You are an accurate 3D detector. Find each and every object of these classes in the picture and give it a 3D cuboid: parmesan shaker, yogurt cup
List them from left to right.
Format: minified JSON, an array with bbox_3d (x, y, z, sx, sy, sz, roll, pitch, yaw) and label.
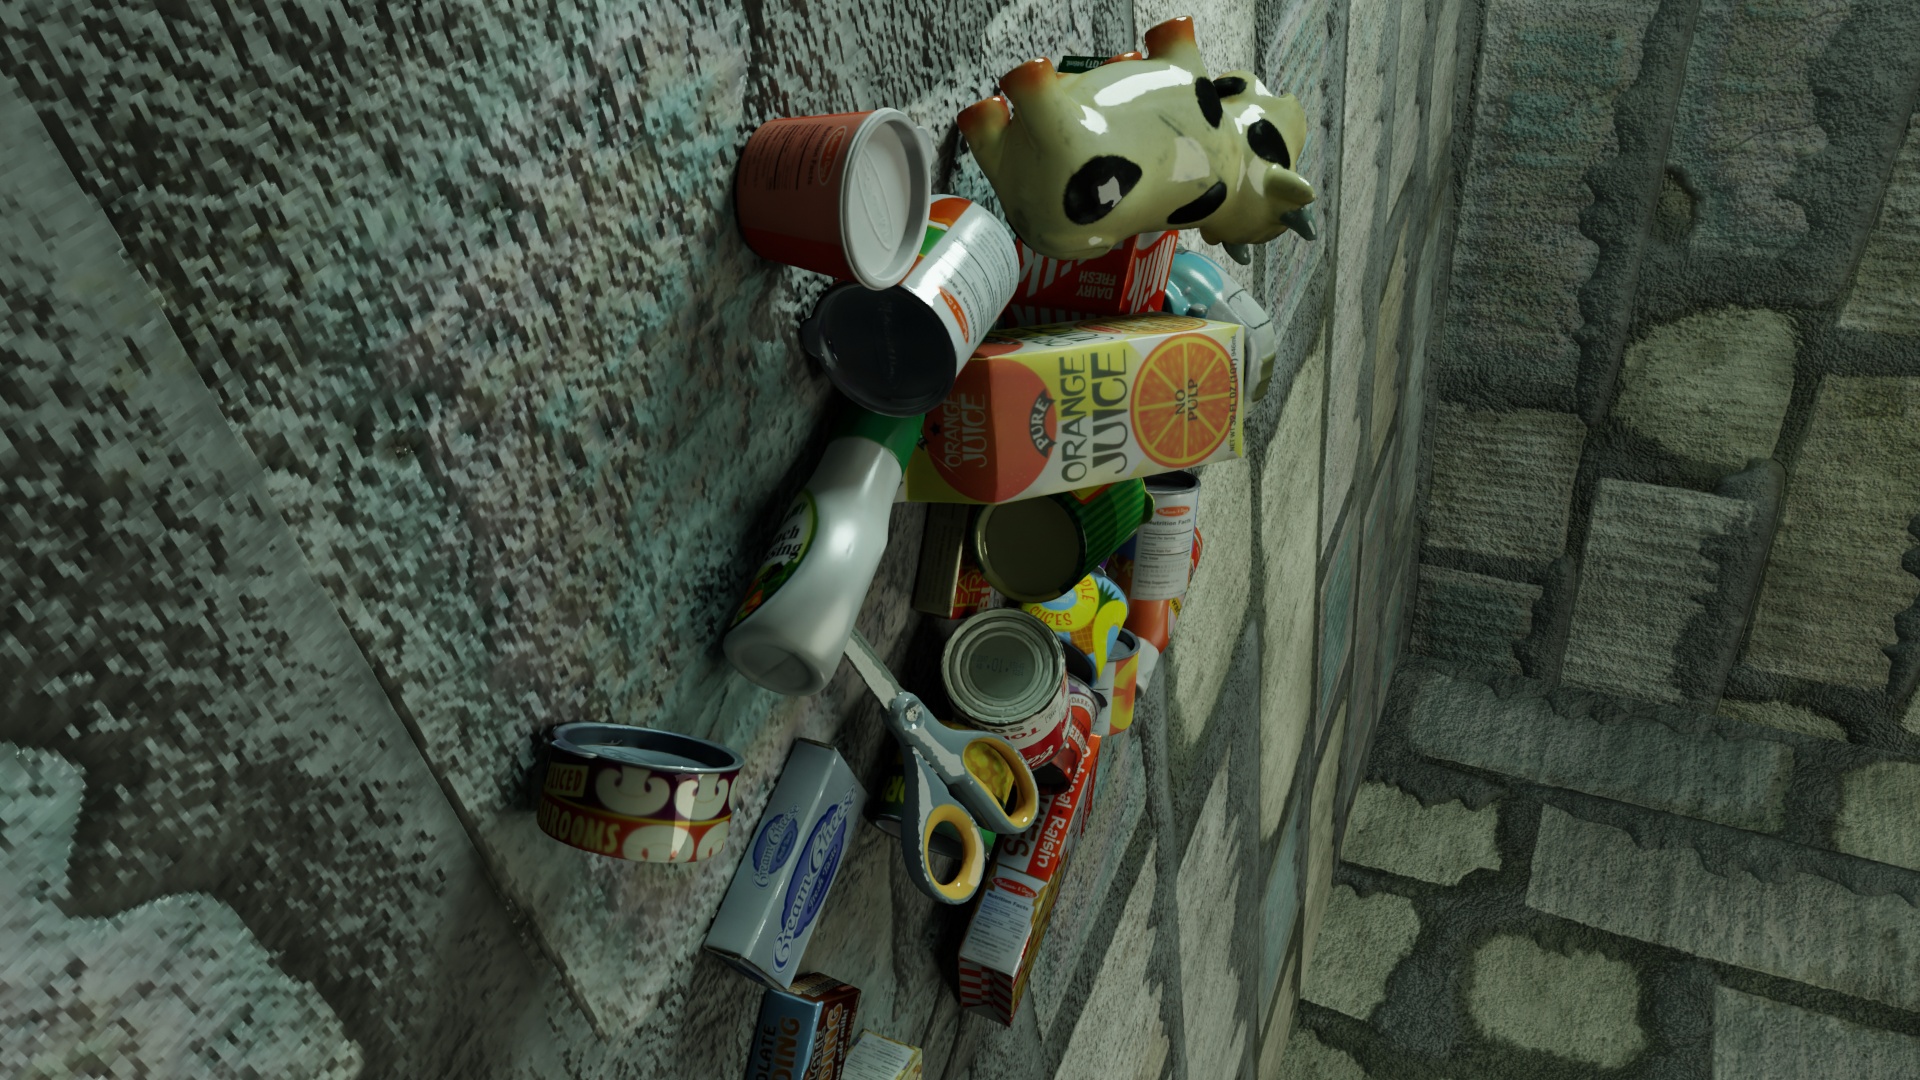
[{"bbox_3d":[-0.050,-0.134,0.539,0.072,0.054,0.072,10,91,-67],"label":"yogurt cup"},{"bbox_3d":[0.057,-0.012,0.754,0.103,0.071,0.071,-34,130,-62],"label":"parmesan shaker"}]

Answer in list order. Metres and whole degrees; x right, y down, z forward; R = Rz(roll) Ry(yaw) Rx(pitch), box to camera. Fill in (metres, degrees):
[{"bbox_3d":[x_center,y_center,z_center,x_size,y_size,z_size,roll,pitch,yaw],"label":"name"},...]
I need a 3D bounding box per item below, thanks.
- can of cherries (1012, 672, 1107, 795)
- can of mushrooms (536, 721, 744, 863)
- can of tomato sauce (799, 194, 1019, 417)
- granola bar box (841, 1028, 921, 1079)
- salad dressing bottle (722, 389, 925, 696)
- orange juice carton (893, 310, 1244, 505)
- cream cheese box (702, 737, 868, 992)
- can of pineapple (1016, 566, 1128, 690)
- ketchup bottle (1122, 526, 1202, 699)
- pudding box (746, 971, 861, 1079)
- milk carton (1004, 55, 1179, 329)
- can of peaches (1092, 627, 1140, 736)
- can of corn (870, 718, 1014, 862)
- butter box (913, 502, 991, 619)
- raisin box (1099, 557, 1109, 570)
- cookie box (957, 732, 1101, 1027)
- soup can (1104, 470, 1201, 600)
[{"bbox_3d":[0.049,0.117,0.858,0.059,0.071,0.071,-64,153,-30],"label":"can of cherries"},{"bbox_3d":[-0.112,0.086,0.479,0.071,0.071,0.033,10,92,-67],"label":"can of mushrooms"},{"bbox_3d":[-0.020,-0.104,0.606,0.083,0.071,0.070,-60,150,-46],"label":"can of tomato sauce"},{"bbox_3d":[-0.065,0.372,0.748,0.125,0.039,0.165,-33,129,-59],"label":"granola bar box"},{"bbox_3d":[-0.053,-0.006,0.591,0.044,0.064,0.148,33,52,-17],"label":"salad dressing bottle"},{"bbox_3d":[0.045,-0.067,0.695,0.193,0.073,0.071,-11,109,-27],"label":"orange juice carton"},{"bbox_3d":[-0.077,0.149,0.640,0.053,0.024,0.104,65,41,-53],"label":"cream cheese box"},{"bbox_3d":[0.065,0.054,0.874,0.070,0.071,0.058,75,34,-46],"label":"can of pineapple"},{"bbox_3d":[0.151,0.054,1.101,0.064,0.043,0.149,69,39,-51],"label":"ketchup bottle"},{"bbox_3d":[-0.080,0.258,0.675,0.049,0.030,0.084,25,77,-65],"label":"pudding box"},{"bbox_3d":[0.080,-0.174,0.800,0.073,0.072,0.190,29,72,-65],"label":"milk carton"},{"bbox_3d":[0.087,0.092,0.941,0.071,0.071,0.057,-34,131,-59],"label":"can of peaches"},{"bbox_3d":[-0.009,0.132,0.740,0.071,0.071,0.058,58,47,-58],"label":"can of corn"},{"bbox_3d":[0.003,-0.009,0.754,0.053,0.024,0.103,2,98,-66],"label":"butter box"},{"bbox_3d":[0.072,-0.035,0.884,0.123,0.040,0.086,68,39,-53],"label":"raisin box"},{"bbox_3d":[0.045,0.216,0.907,0.122,0.040,0.168,88,23,-57],"label":"cookie box"},{"bbox_3d":[0.137,-0.007,1.018,0.071,0.071,0.083,-34,131,-59],"label":"soup can"}]
